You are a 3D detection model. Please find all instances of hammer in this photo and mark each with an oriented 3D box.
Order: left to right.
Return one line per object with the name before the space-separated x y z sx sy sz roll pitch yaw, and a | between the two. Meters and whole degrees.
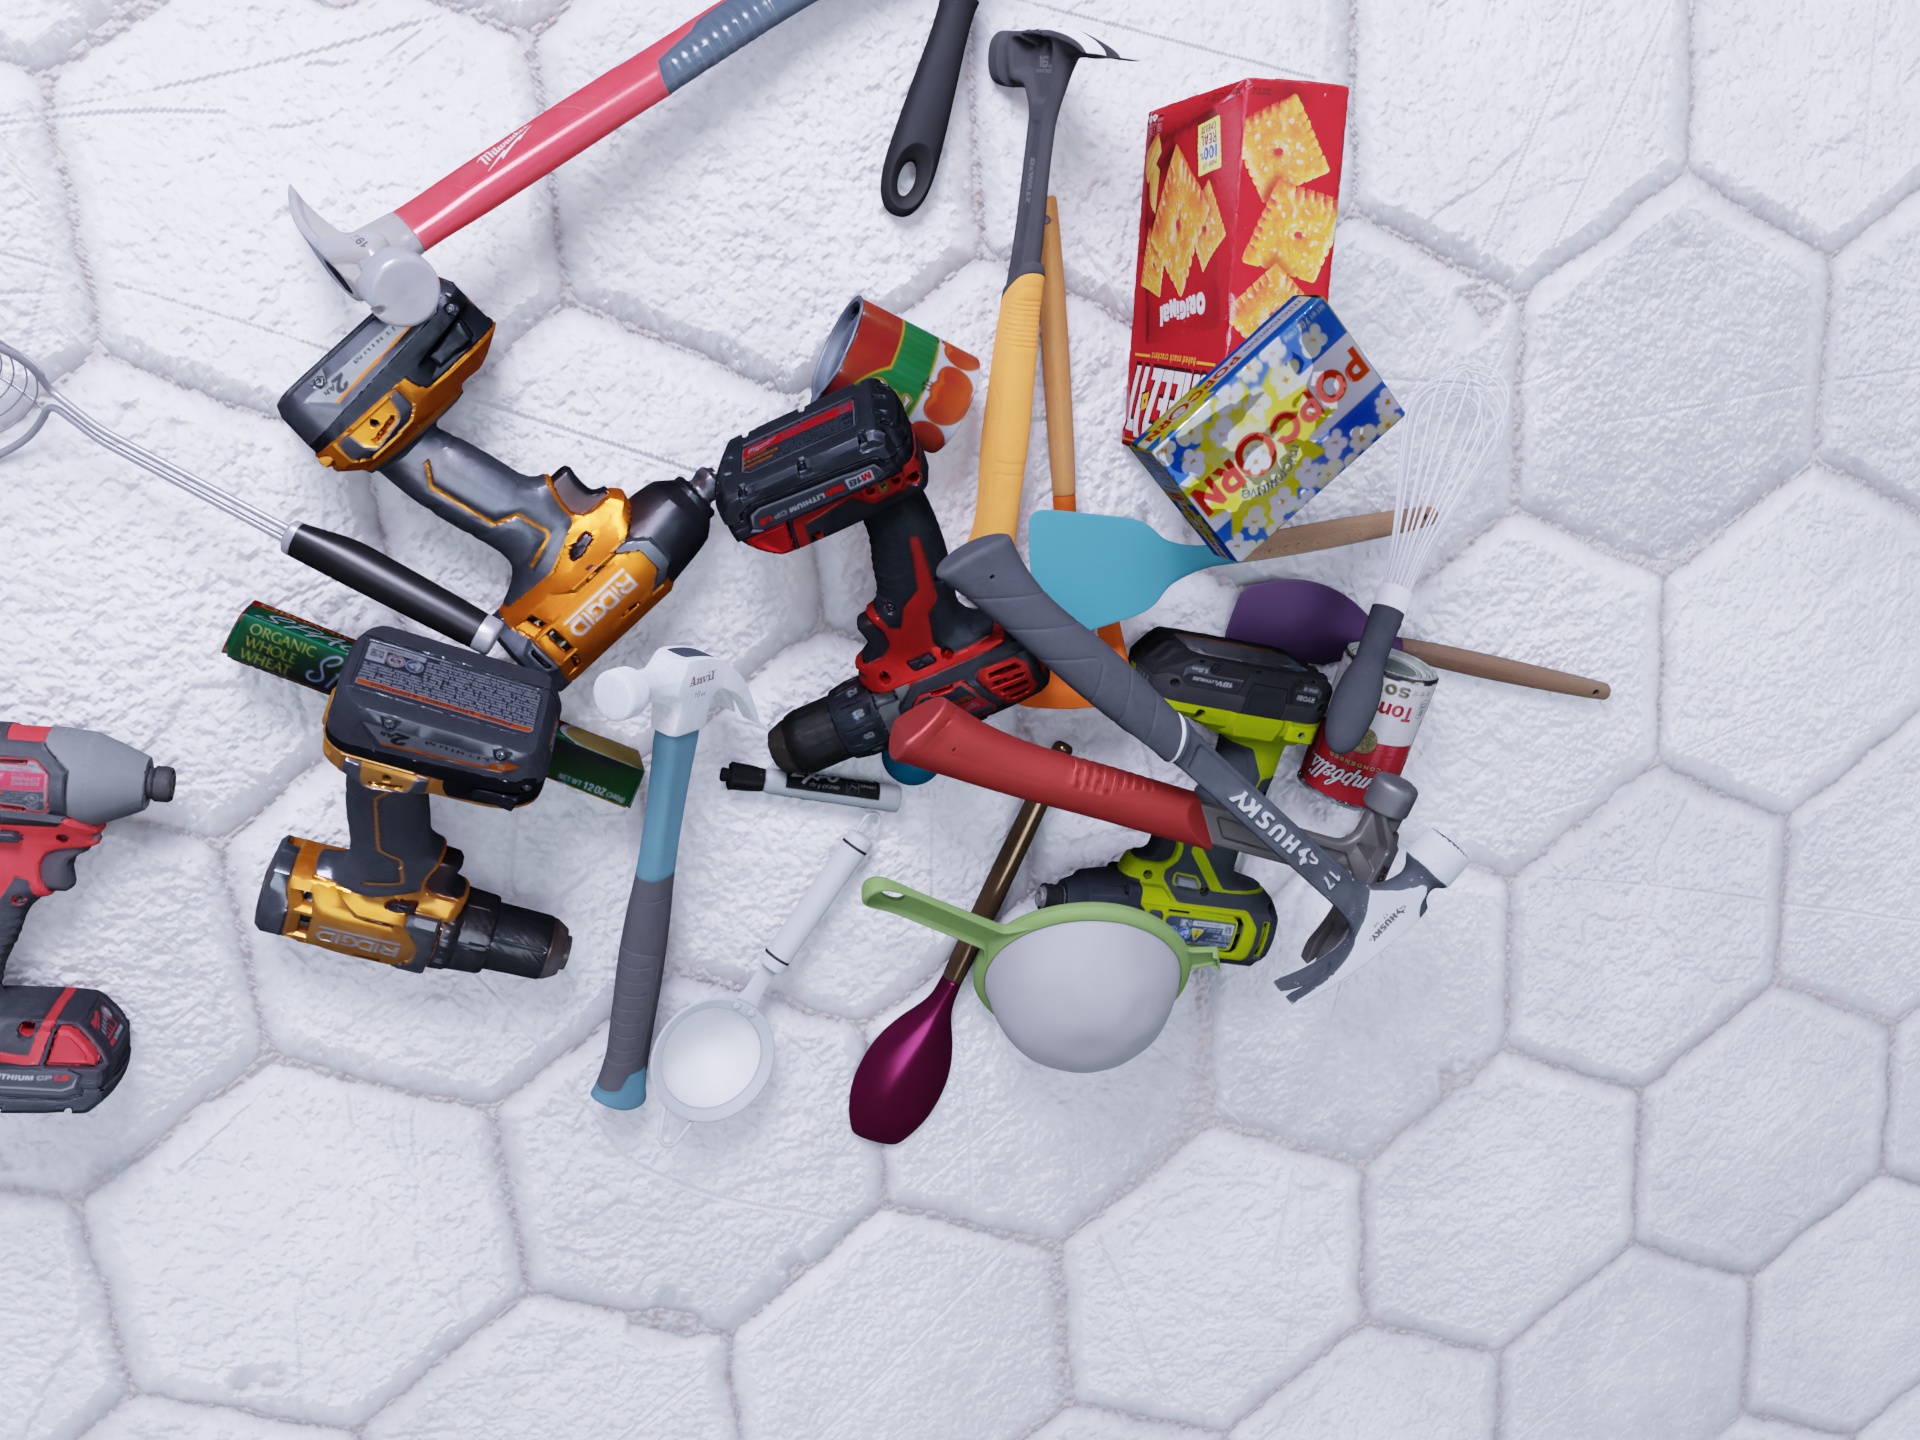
hammer | -0.186 -0.356 0.880 0.386 0.143 0.038 -39 140 -14
hammer | -0.195 0.107 0.998 0.033 0.128 0.331 24 115 24
hammer | 0.039 -0.238 0.963 0.034 0.127 0.336 -4 113 -26
hammer | 0.120 0.064 1.026 0.359 0.037 0.149 16 108 -20
hammer | 0.140 0.026 0.977 0.408 0.036 0.149 39 95 -23

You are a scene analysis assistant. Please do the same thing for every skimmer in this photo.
skimmer | -0.428 -0.106 0.845 0.363 0.127 0.090 28 55 -12

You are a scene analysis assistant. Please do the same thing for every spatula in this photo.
spatula | 0.065 -0.168 1.021 0.081 0.041 0.322 -2 106 11
spatula | 0.192 -0.117 1.052 0.317 0.044 0.082 -12 99 -28
spatula | 0.336 -0.050 1.143 0.315 0.018 0.059 11 112 -18

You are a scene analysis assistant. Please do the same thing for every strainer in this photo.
strainer | -0.129 0.168 1.064 0.086 0.050 0.258 36 88 -28
strainer | 0.042 0.173 1.053 0.256 0.069 0.151 26 129 -27

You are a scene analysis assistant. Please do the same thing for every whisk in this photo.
whisk | 0.005 -0.440 0.921 0.073 0.073 0.295 12 108 -19
whisk | 0.298 -0.109 1.056 0.070 0.070 0.285 24 81 -21

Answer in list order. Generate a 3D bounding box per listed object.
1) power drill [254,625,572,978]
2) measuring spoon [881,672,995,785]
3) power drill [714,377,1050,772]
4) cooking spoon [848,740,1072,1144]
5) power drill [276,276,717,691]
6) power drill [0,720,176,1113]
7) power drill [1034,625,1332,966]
power drill | -0.299 0.067 0.932 0.185 0.084 0.226 18 128 -18
measuring spoon | -0.002 -0.003 1.045 0.042 0.021 0.128 41 105 -16
power drill | -0.067 -0.072 0.969 0.188 0.080 0.226 -22 124 10
cooking spoon | 0.005 0.158 1.109 0.068 0.017 0.319 21 99 -21
power drill | -0.254 -0.146 0.919 0.164 0.084 0.226 -42 116 -1
power drill | -0.534 0.109 0.916 0.143 0.079 0.219 5 101 -17
power drill | 0.154 0.057 1.091 0.171 0.080 0.223 9 107 -17
